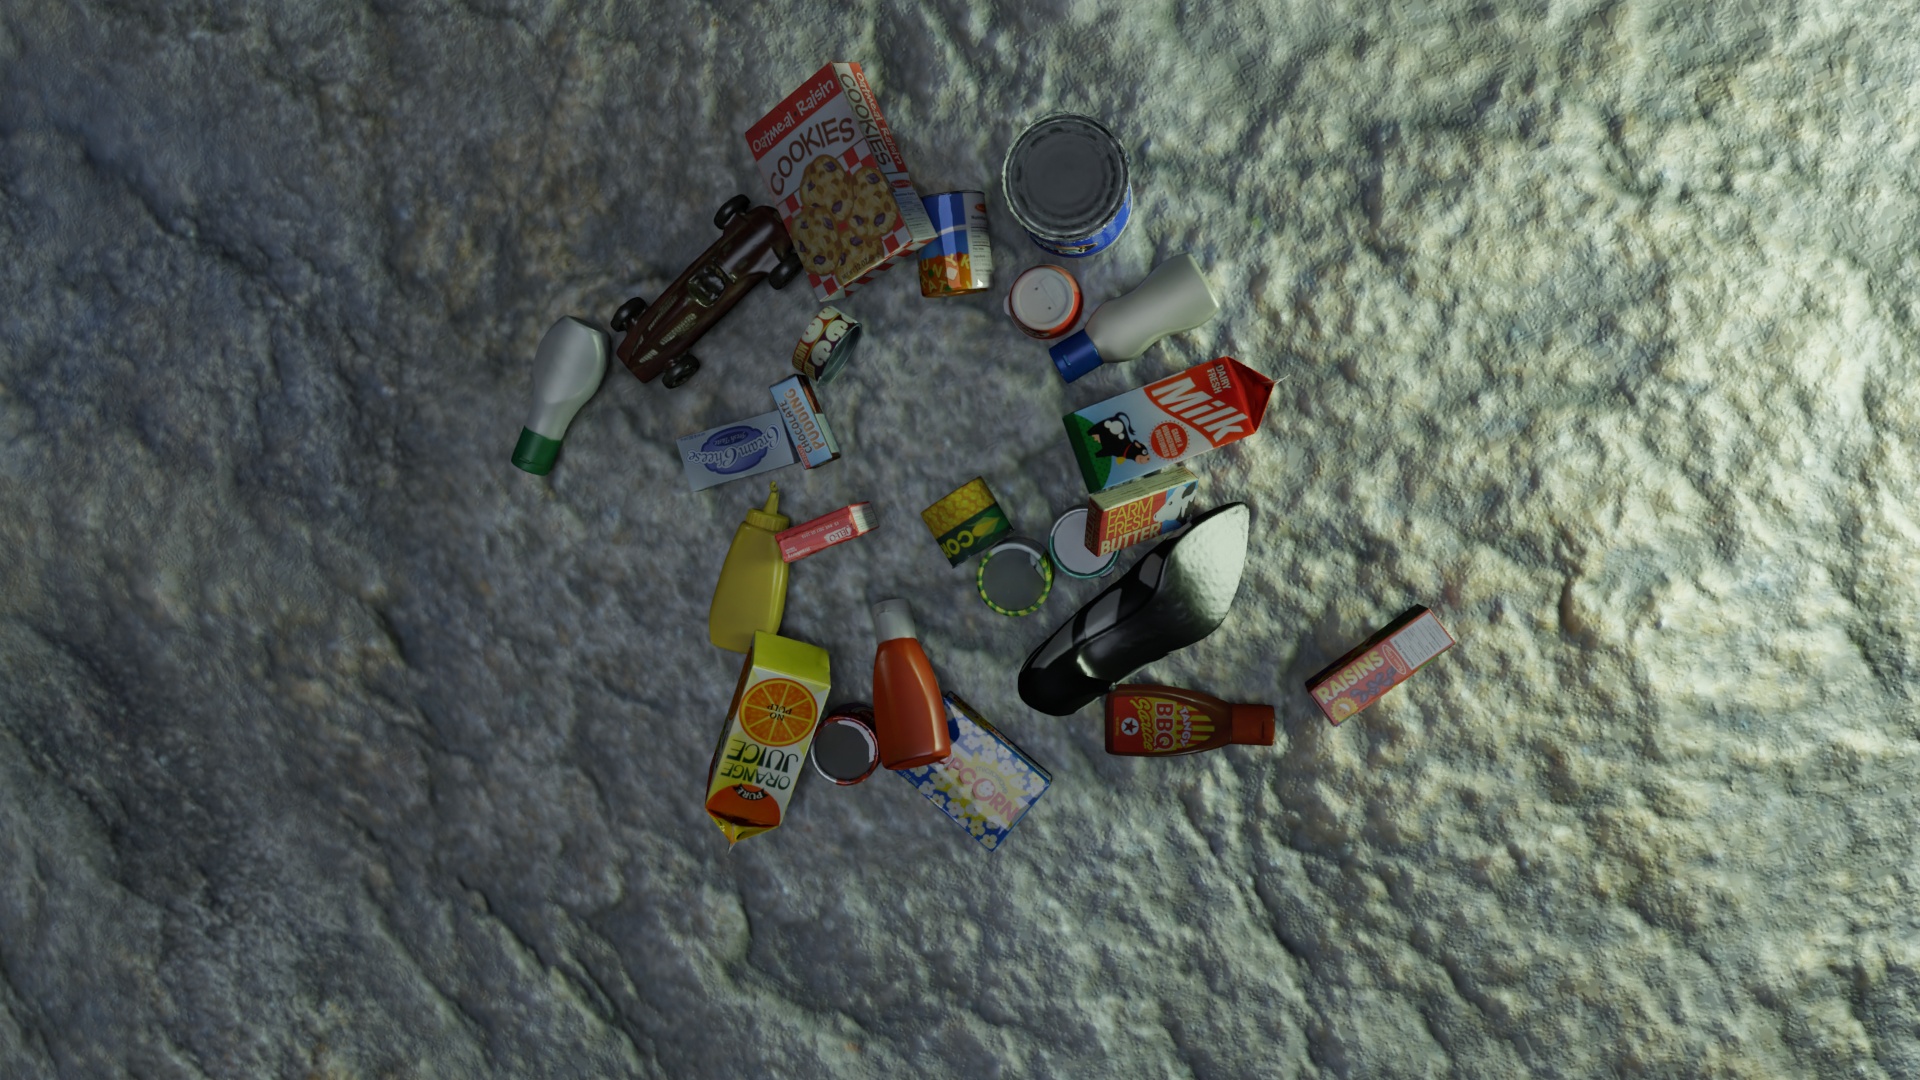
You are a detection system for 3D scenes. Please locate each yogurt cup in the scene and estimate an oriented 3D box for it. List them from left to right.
[{"bbox_3d":[0.073,-0.210,1.218,0.072,0.054,0.072,1,95,7],"label":"yogurt cup"}]

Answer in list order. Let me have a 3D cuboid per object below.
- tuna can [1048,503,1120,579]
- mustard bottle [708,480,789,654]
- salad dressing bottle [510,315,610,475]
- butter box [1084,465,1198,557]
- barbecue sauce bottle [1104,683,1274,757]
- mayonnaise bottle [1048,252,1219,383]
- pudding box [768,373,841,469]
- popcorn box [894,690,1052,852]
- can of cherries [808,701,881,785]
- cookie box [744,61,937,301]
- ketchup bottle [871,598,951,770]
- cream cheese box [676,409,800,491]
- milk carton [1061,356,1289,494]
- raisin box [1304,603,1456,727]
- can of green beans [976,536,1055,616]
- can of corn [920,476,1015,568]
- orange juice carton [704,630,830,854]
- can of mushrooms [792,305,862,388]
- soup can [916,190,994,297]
[{"bbox_3d":[0.113,0.003,1.242,0.071,0.033,0.071,1,95,8],"label":"tuna can"},{"bbox_3d":[-0.186,0.023,1.275,0.065,0.049,0.160,15,97,1],"label":"mustard bottle"},{"bbox_3d":[-0.374,-0.134,1.289,0.064,0.044,0.147,25,99,3],"label":"salad dressing bottle"},{"bbox_3d":[0.156,-0.025,1.203,0.104,0.024,0.052,-19,132,-25],"label":"butter box"},{"bbox_3d":[0.204,0.162,1.240,0.148,0.044,0.064,1,97,7],"label":"barbecue sauce bottle"},{"bbox_3d":[0.149,-0.190,1.217,0.148,0.041,0.065,-30,90,10],"label":"mayonnaise bottle"},{"bbox_3d":[-0.140,-0.108,1.257,0.030,0.050,0.083,-23,93,8],"label":"pudding box"},{"bbox_3d":[0.010,0.211,1.272,0.127,0.038,0.085,40,100,2],"label":"popcorn box"},{"bbox_3d":[-0.099,0.184,1.274,0.071,0.058,0.071,1,96,8],"label":"can of cherries"},{"bbox_3d":[-0.107,-0.310,1.208,0.122,0.040,0.167,-25,89,39],"label":"cookie box"},{"bbox_3d":[-0.051,0.127,1.246,0.064,0.043,0.149,-20,69,27],"label":"ketchup bottle"},{"bbox_3d":[-0.204,-0.083,1.281,0.104,0.024,0.053,-15,94,9],"label":"cream cheese box"},{"bbox_3d":[0.190,-0.107,1.202,0.190,0.072,0.073,-20,92,9],"label":"milk carton"},{"bbox_3d":[0.358,0.107,1.193,0.123,0.086,0.040,-37,84,9],"label":"raisin box"},{"bbox_3d":[0.050,0.032,1.241,0.071,0.058,0.071,1,96,8],"label":"can of green beans"},{"bbox_3d":[0.004,-0.016,1.236,0.071,0.071,0.058,-32,90,9],"label":"can of corn"},{"bbox_3d":[-0.181,0.187,1.260,0.073,0.072,0.192,17,109,-13],"label":"orange juice carton"},{"bbox_3d":[-0.120,-0.172,1.239,0.033,0.071,0.071,33,99,4],"label":"can of mushrooms"},{"bbox_3d":[-0.009,-0.259,1.219,0.071,0.071,0.083,-6,95,8],"label":"soup can"}]
